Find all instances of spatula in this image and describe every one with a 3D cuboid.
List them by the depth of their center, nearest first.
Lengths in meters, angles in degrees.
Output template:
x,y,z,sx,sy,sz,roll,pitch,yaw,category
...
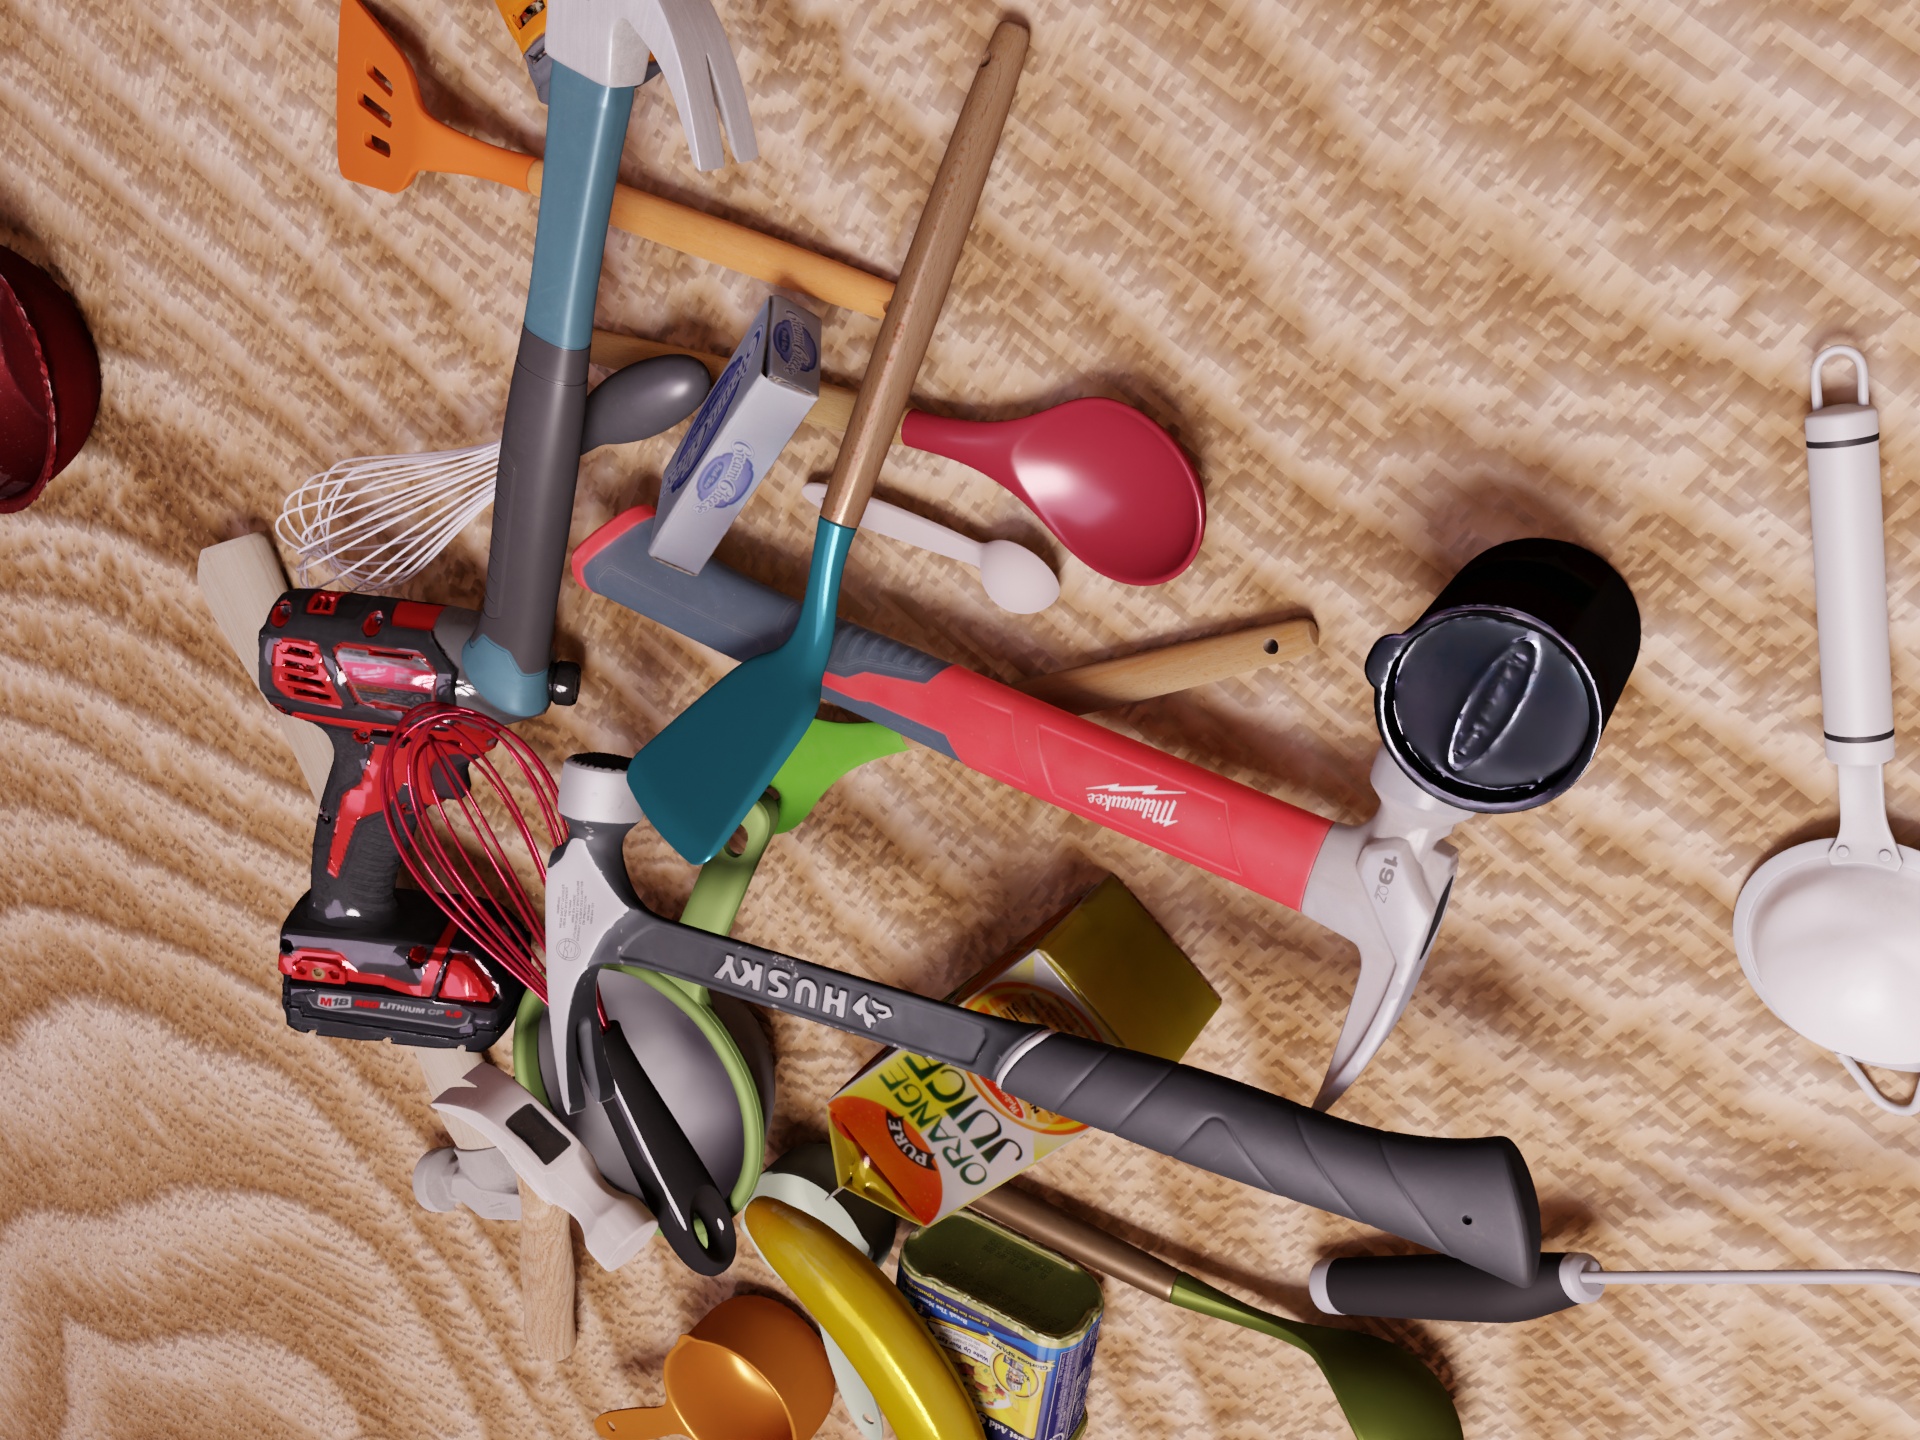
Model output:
x,y,z,sx,sy,sz,roll,pitch,yaw,category
-0.044,-0.099,0.584,0.082,0.044,0.317,39,113,50,spatula
-0.149,-0.220,0.658,0.323,0.041,0.081,24,121,16,spatula

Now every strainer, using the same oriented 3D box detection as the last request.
x,y,z,sx,sy,sz,roll,pitch,yaw,category
0.275,0.015,0.489,0.087,0.050,0.258,3,109,46,strainer
-0.125,0.131,0.767,0.151,0.069,0.256,33,117,16,strainer

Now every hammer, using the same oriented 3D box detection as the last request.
x,y,z,sx,sy,sz,roll,pitch,yaw,category
0.005,0.126,0.593,0.409,0.036,0.149,13,98,26,hammer
-0.159,-0.139,0.616,0.128,0.033,0.330,31,128,15,hammer
-0.003,0.012,0.624,0.386,0.038,0.143,23,111,25,hammer
-0.220,0.278,0.841,0.130,0.031,0.331,41,146,16,hammer
-0.315,0.092,0.883,0.146,0.038,0.410,-11,104,33,hammer

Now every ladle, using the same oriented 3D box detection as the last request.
x,y,z,sx,sy,sz,roll,pitch,yaw,category
-0.042,-0.120,0.631,0.315,0.031,0.069,20,126,26,ladle
0.067,0.252,0.707,0.320,0.062,0.078,19,162,28,ladle

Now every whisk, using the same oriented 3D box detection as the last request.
x,y,z,sx,sy,sz,roll,pitch,yaw,category
-0.215,-0.112,0.715,0.284,0.070,0.070,-14,102,35,whisk
-0.173,0.124,0.717,0.073,0.073,0.295,-19,101,36,whisk

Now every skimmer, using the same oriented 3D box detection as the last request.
x,y,z,sx,sy,sz,roll,pitch,yaw,category
0.268,0.160,0.547,0.127,0.090,0.363,24,149,-31,skimmer

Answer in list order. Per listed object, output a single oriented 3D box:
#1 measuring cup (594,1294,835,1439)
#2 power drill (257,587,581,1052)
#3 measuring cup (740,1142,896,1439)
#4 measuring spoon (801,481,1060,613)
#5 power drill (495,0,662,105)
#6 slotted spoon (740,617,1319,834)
x,y,z,sx,sy,sz,roll,pitch,yaw,category
-0.140,0.372,0.887,0.173,0.052,0.095,-28,94,38,measuring cup
-0.261,0.047,0.777,0.143,0.079,0.219,7,113,-4,power drill
-0.057,0.290,0.810,0.083,0.038,0.167,-3,110,32,measuring cup
-0.017,-0.069,0.636,0.124,0.018,0.034,24,156,25,measuring spoon
-0.104,-0.338,0.544,0.226,0.084,0.164,-18,100,40,power drill
-0.001,-0.002,0.657,0.314,0.031,0.070,-13,99,33,slotted spoon
